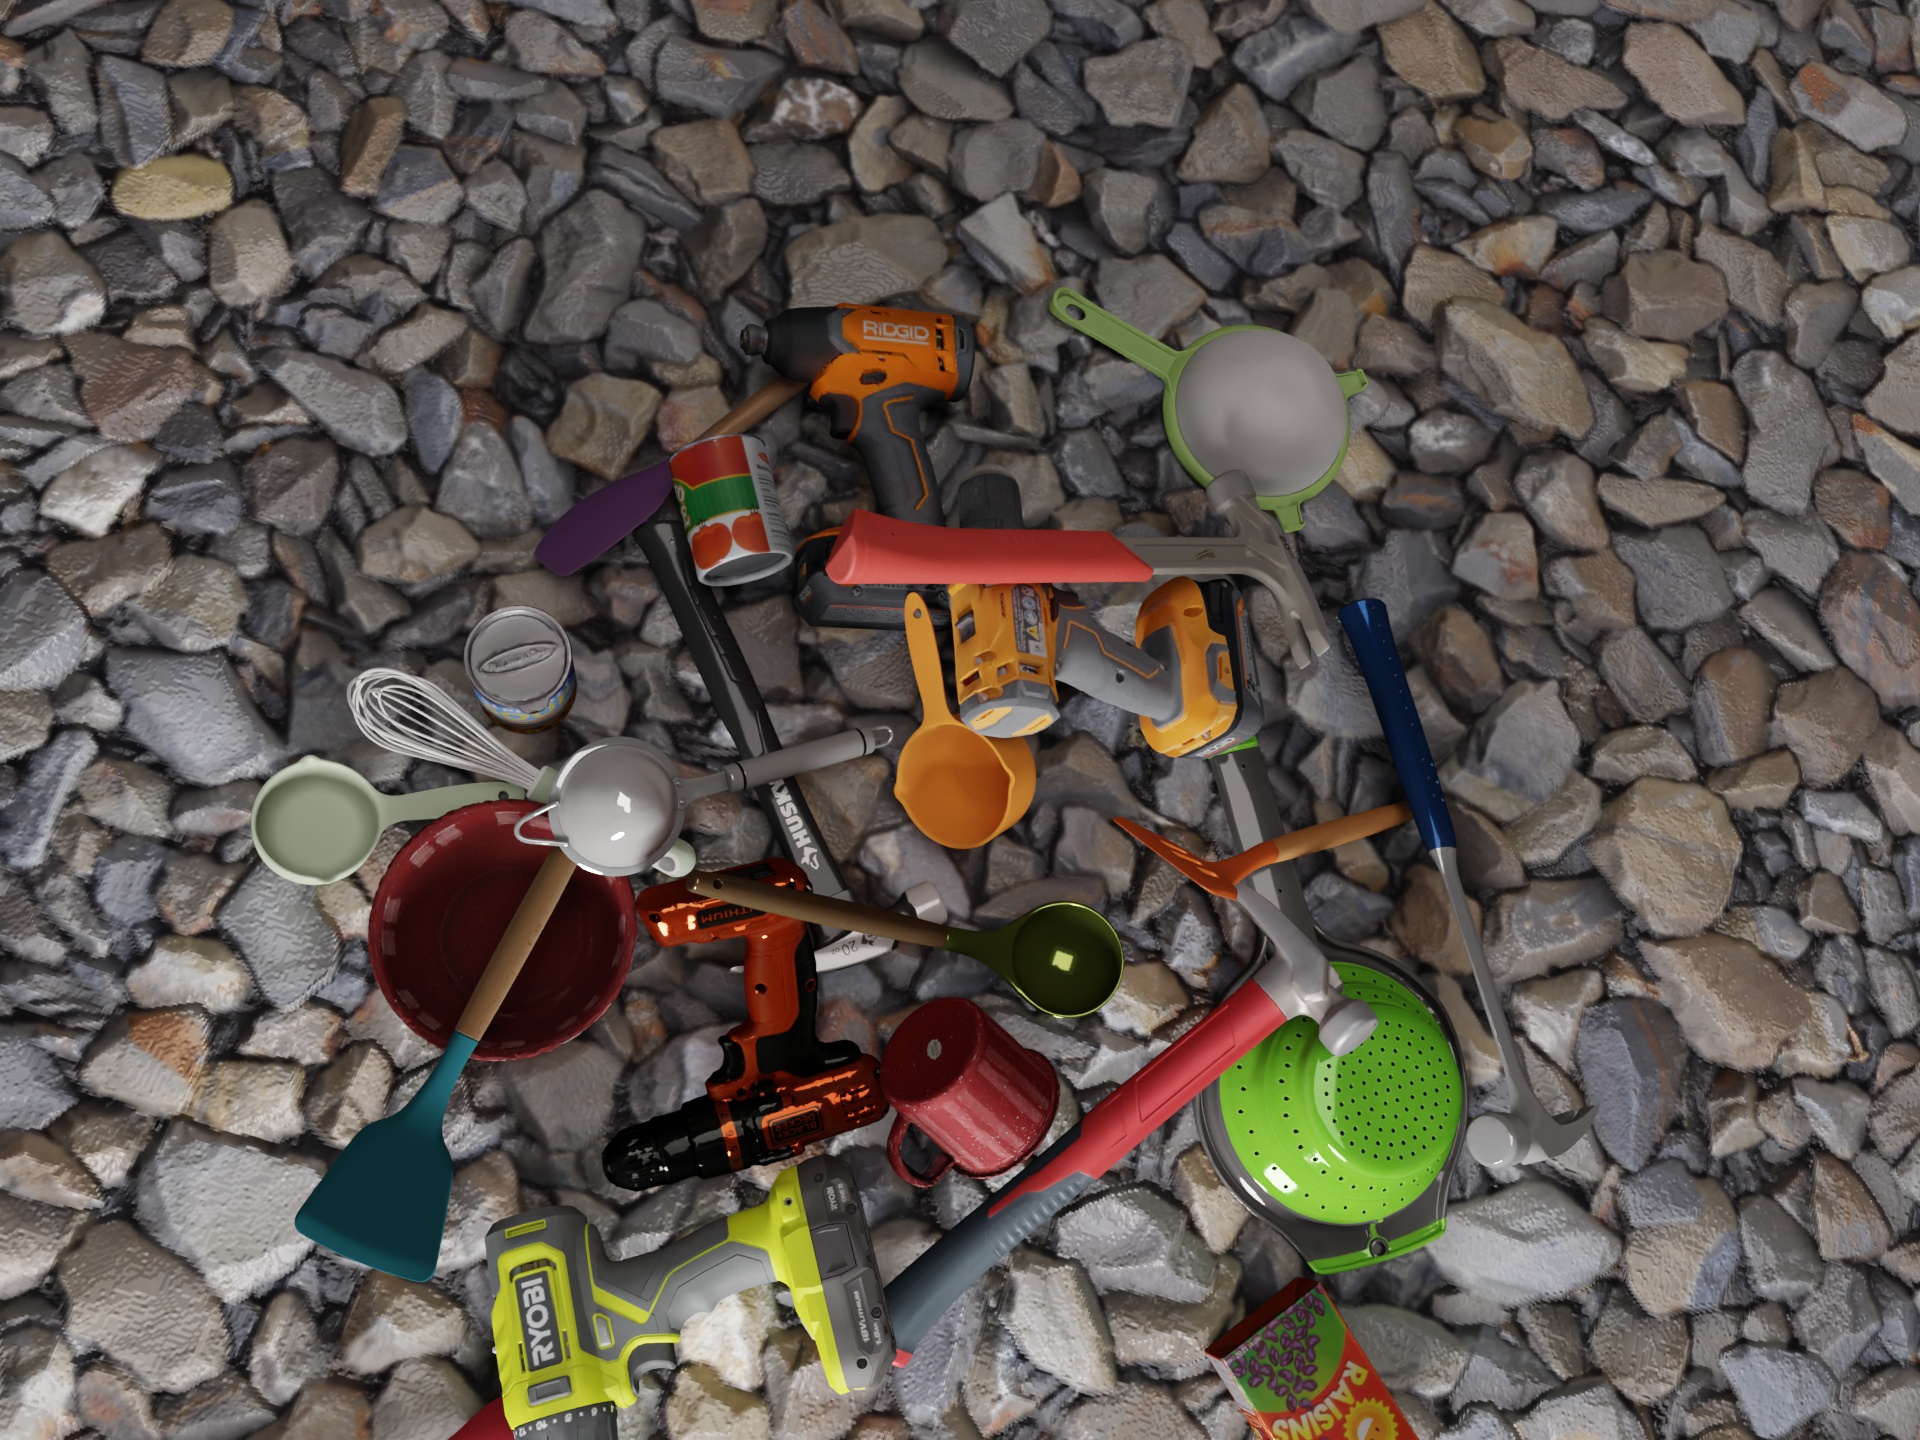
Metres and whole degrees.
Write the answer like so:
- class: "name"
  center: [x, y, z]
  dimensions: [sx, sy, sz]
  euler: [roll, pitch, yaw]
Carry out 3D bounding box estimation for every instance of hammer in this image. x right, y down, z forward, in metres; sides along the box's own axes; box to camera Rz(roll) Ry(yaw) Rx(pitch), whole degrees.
- class: "hammer"
  center: [0.080, -0.096, 1.008]
  dimensions: [0.359, 0.036, 0.149]
  euler: [-4, 63, -35]
- class: "hammer"
  center: [0.341, 0.102, 1.107]
  dimensions: [0.144, 0.035, 0.406]
  euler: [12, 58, -45]
- class: "hammer"
  center: [0.073, 0.262, 1.018]
  dimensions: [0.386, 0.038, 0.143]
  euler: [-39, 58, -4]
- class: "hammer"
  center: [-0.143, 0.015, 1.072]
  dimensions: [0.146, 0.035, 0.335]
  euler: [-23, 82, -16]

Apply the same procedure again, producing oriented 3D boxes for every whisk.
- class: "whisk"
  center: [-0.281, 0.036, 1.028]
  dimensions: [0.246, 0.057, 0.059]
  euler: [30, 31, -11]

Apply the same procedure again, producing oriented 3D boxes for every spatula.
- class: "spatula"
  center: [-0.170, -0.204, 1.123]
  dimensions: [0.316, 0.018, 0.060]
  euler: [-41, 52, -19]
- class: "spatula"
  center: [-0.278, 0.165, 0.946]
  dimensions: [0.082, 0.044, 0.318]
  euler: [30, 71, -16]
- class: "spatula"
  center: [0.222, 0.075, 1.049]
  dimensions: [0.322, 0.041, 0.081]
  euler: [-9, 36, -44]

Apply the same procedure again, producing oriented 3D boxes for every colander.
- class: "colander"
  center: [0.245, 0.170, 1.079]
  dimensions: [0.204, 0.094, 0.397]
  euler: [-13, 80, -14]

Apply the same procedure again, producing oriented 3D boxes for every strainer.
- class: "strainer"
  center: [-0.151, 0.037, 1.007]
  dimensions: [0.258, 0.050, 0.087]
  euler: [-16, 101, -32]
- class: "strainer"
  center: [0.186, -0.264, 1.185]
  dimensions: [0.256, 0.069, 0.151]
  euler: [29, 73, -5]

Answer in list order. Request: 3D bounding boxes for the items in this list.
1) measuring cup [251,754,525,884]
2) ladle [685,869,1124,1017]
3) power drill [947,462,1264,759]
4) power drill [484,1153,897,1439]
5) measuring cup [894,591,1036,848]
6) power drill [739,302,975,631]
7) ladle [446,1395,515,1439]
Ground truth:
- class: "measuring cup"
  center: [-0.366, 0.061, 1.023]
  dimensions: [0.167, 0.038, 0.083]
  euler: [-7, 76, -30]
- class: "ladle"
  center: [-0.025, 0.129, 0.989]
  dimensions: [0.320, 0.062, 0.078]
  euler: [19, 68, -37]
- class: "power drill"
  center: [0.090, -0.070, 1.073]
  dimensions: [0.226, 0.084, 0.185]
  euler: [10, 63, -33]
- class: "power drill"
  center: [-0.158, 0.366, 0.938]
  dimensions: [0.228, 0.080, 0.191]
  euler: [-15, 66, -6]
- class: "measuring cup"
  center: [-0.002, -0.003, 1.066]
  dimensions: [0.052, 0.095, 0.173]
  euler: [-19, 98, -57]
- class: "power drill"
  center: [-0.069, -0.181, 1.100]
  dimensions: [0.164, 0.084, 0.227]
  euler: [2, 76, -19]
- class: "ladle"
  center: [-0.375, 0.451, 0.927]
  dimensions: [0.315, 0.031, 0.069]
  euler: [-7, 76, -11]
